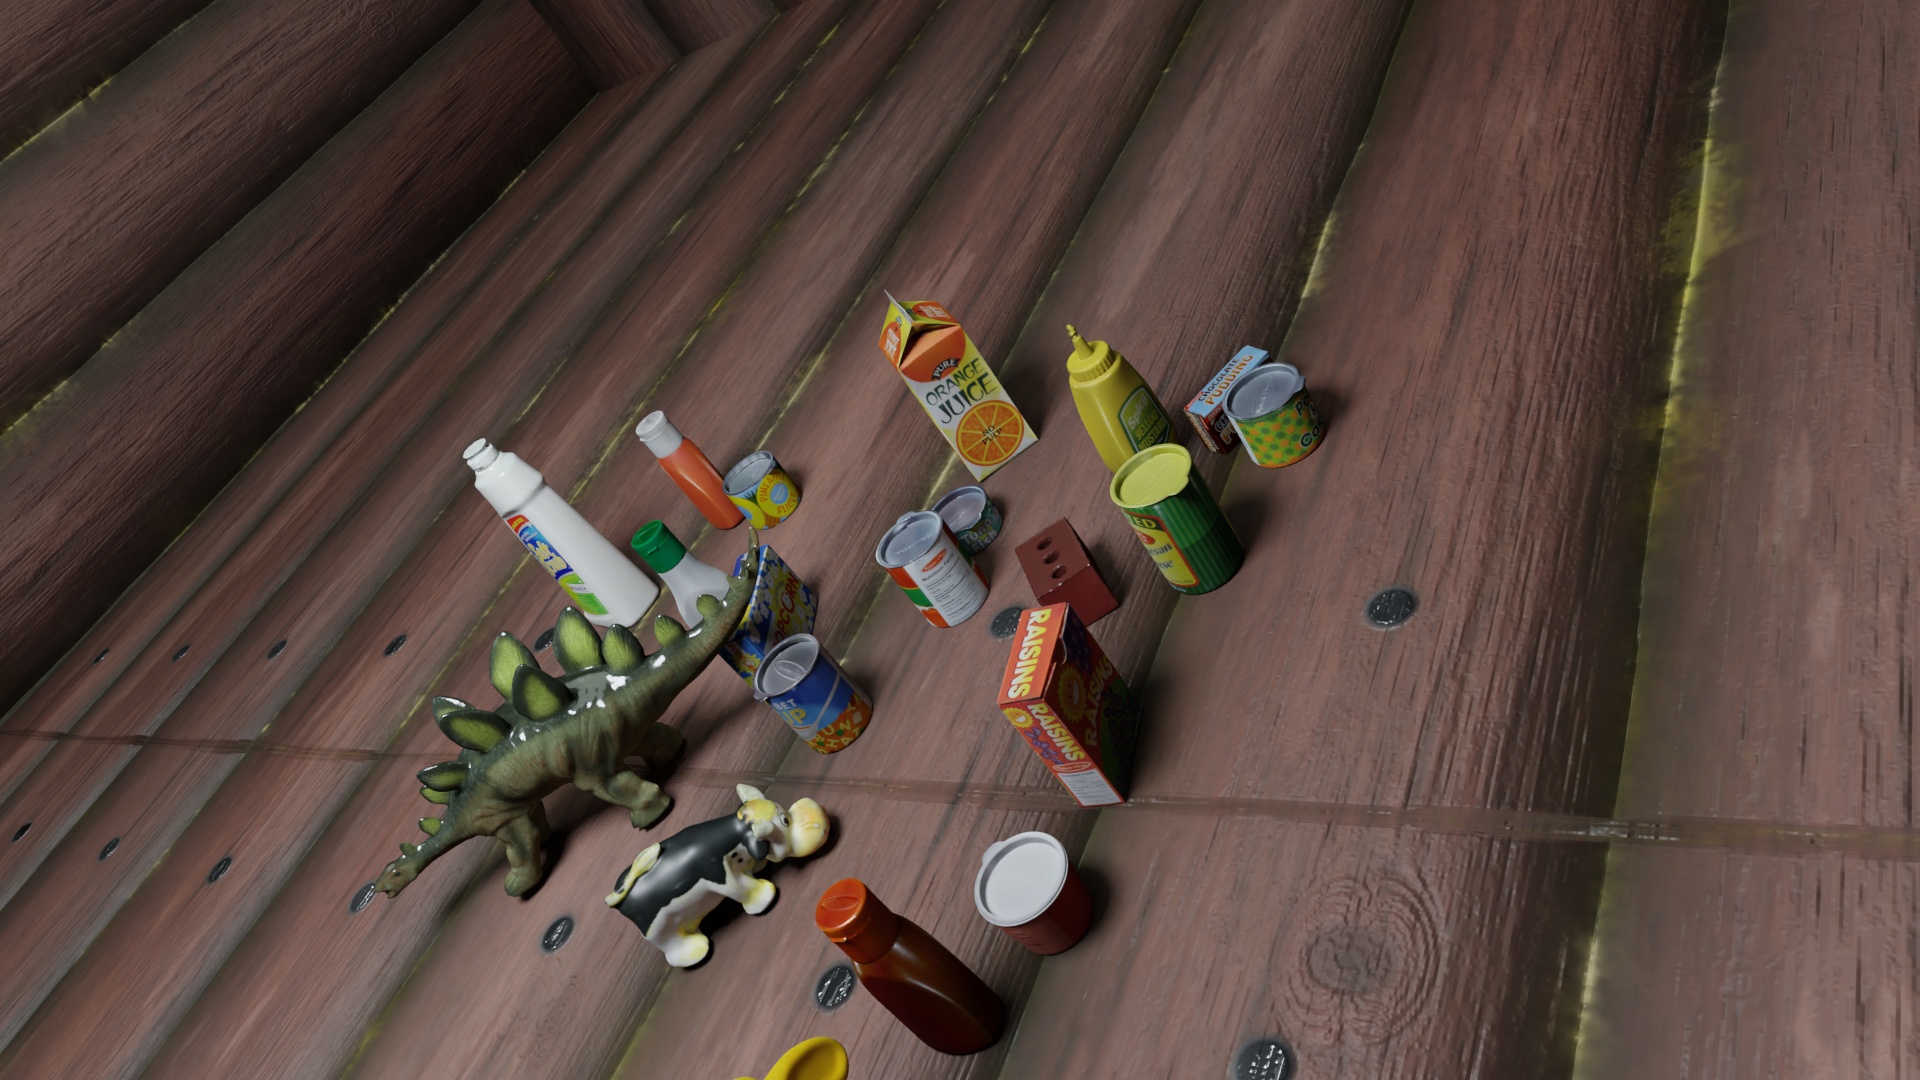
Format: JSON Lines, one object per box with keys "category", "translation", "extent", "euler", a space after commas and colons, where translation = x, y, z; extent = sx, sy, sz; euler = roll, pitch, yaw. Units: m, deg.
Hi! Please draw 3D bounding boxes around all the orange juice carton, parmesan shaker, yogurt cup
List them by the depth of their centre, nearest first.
{"category": "yogurt cup", "translation": [0.051, 0.233, 0.906], "extent": [0.072, 0.053, 0.073], "euler": [-24, 35, 19]}
{"category": "parmesan shaker", "translation": [0.168, -0.014, 1.058], "extent": [0.071, 0.102, 0.072], "euler": [-25, 35, 19]}
{"category": "orange juice carton", "translation": [-0.012, -0.155, 1.316], "extent": [0.073, 0.192, 0.072], "euler": [-36, 33, 1]}

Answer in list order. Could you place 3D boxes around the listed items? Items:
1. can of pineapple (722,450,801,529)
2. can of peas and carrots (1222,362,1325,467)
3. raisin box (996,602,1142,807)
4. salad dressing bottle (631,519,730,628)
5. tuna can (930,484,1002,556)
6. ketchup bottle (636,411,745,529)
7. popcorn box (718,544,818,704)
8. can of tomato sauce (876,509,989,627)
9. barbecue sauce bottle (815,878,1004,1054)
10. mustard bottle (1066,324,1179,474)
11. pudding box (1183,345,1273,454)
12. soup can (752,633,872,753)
{"category": "can of pineapple", "translation": [-0.213, -0.054, 1.500], "extent": [0.071, 0.057, 0.071], "euler": [-24, 35, 19]}
{"category": "can of peas and carrots", "translation": [0.257, -0.102, 1.125], "extent": [0.071, 0.058, 0.071], "euler": [-24, 35, 19]}
{"category": "raisin box", "translation": [0.079, 0.115, 0.963], "extent": [0.040, 0.123, 0.086], "euler": [-13, 40, 32]}
{"category": "salad dressing bottle", "translation": [-0.257, 0.042, 1.341], "extent": [0.064, 0.147, 0.044], "euler": [-32, 33, 8]}
{"category": "tuna can", "translation": [0.005, -0.016, 1.276], "extent": [0.071, 0.032, 0.071], "euler": [-24, 35, 19]}
{"category": "ketchup bottle", "translation": [-0.295, -0.076, 1.521], "extent": [0.044, 0.148, 0.065], "euler": [-50, 35, -18]}
{"category": "popcorn box", "translation": [-0.178, 0.076, 1.282], "extent": [0.038, 0.085, 0.127], "euler": [-22, 36, 22]}
{"category": "can of tomato sauce", "translation": [-0.024, 0.024, 1.206], "extent": [0.071, 0.083, 0.071], "euler": [-25, 35, 19]}
{"category": "barbecue sauce bottle", "translation": [-0.034, 0.264, 0.859], "extent": [0.065, 0.148, 0.044], "euler": [-13, 40, 33]}
{"category": "mustard bottle", "translation": [0.129, -0.118, 1.171], "extent": [0.049, 0.159, 0.065], "euler": [12, 57, 50]}
{"category": "pudding box", "translation": [0.233, -0.119, 1.176], "extent": [0.084, 0.049, 0.030], "euler": [-45, 34, -12]}
{"category": "soup can", "translation": [-0.125, 0.131, 1.167], "extent": [0.071, 0.083, 0.072], "euler": [-25, 35, 19]}
